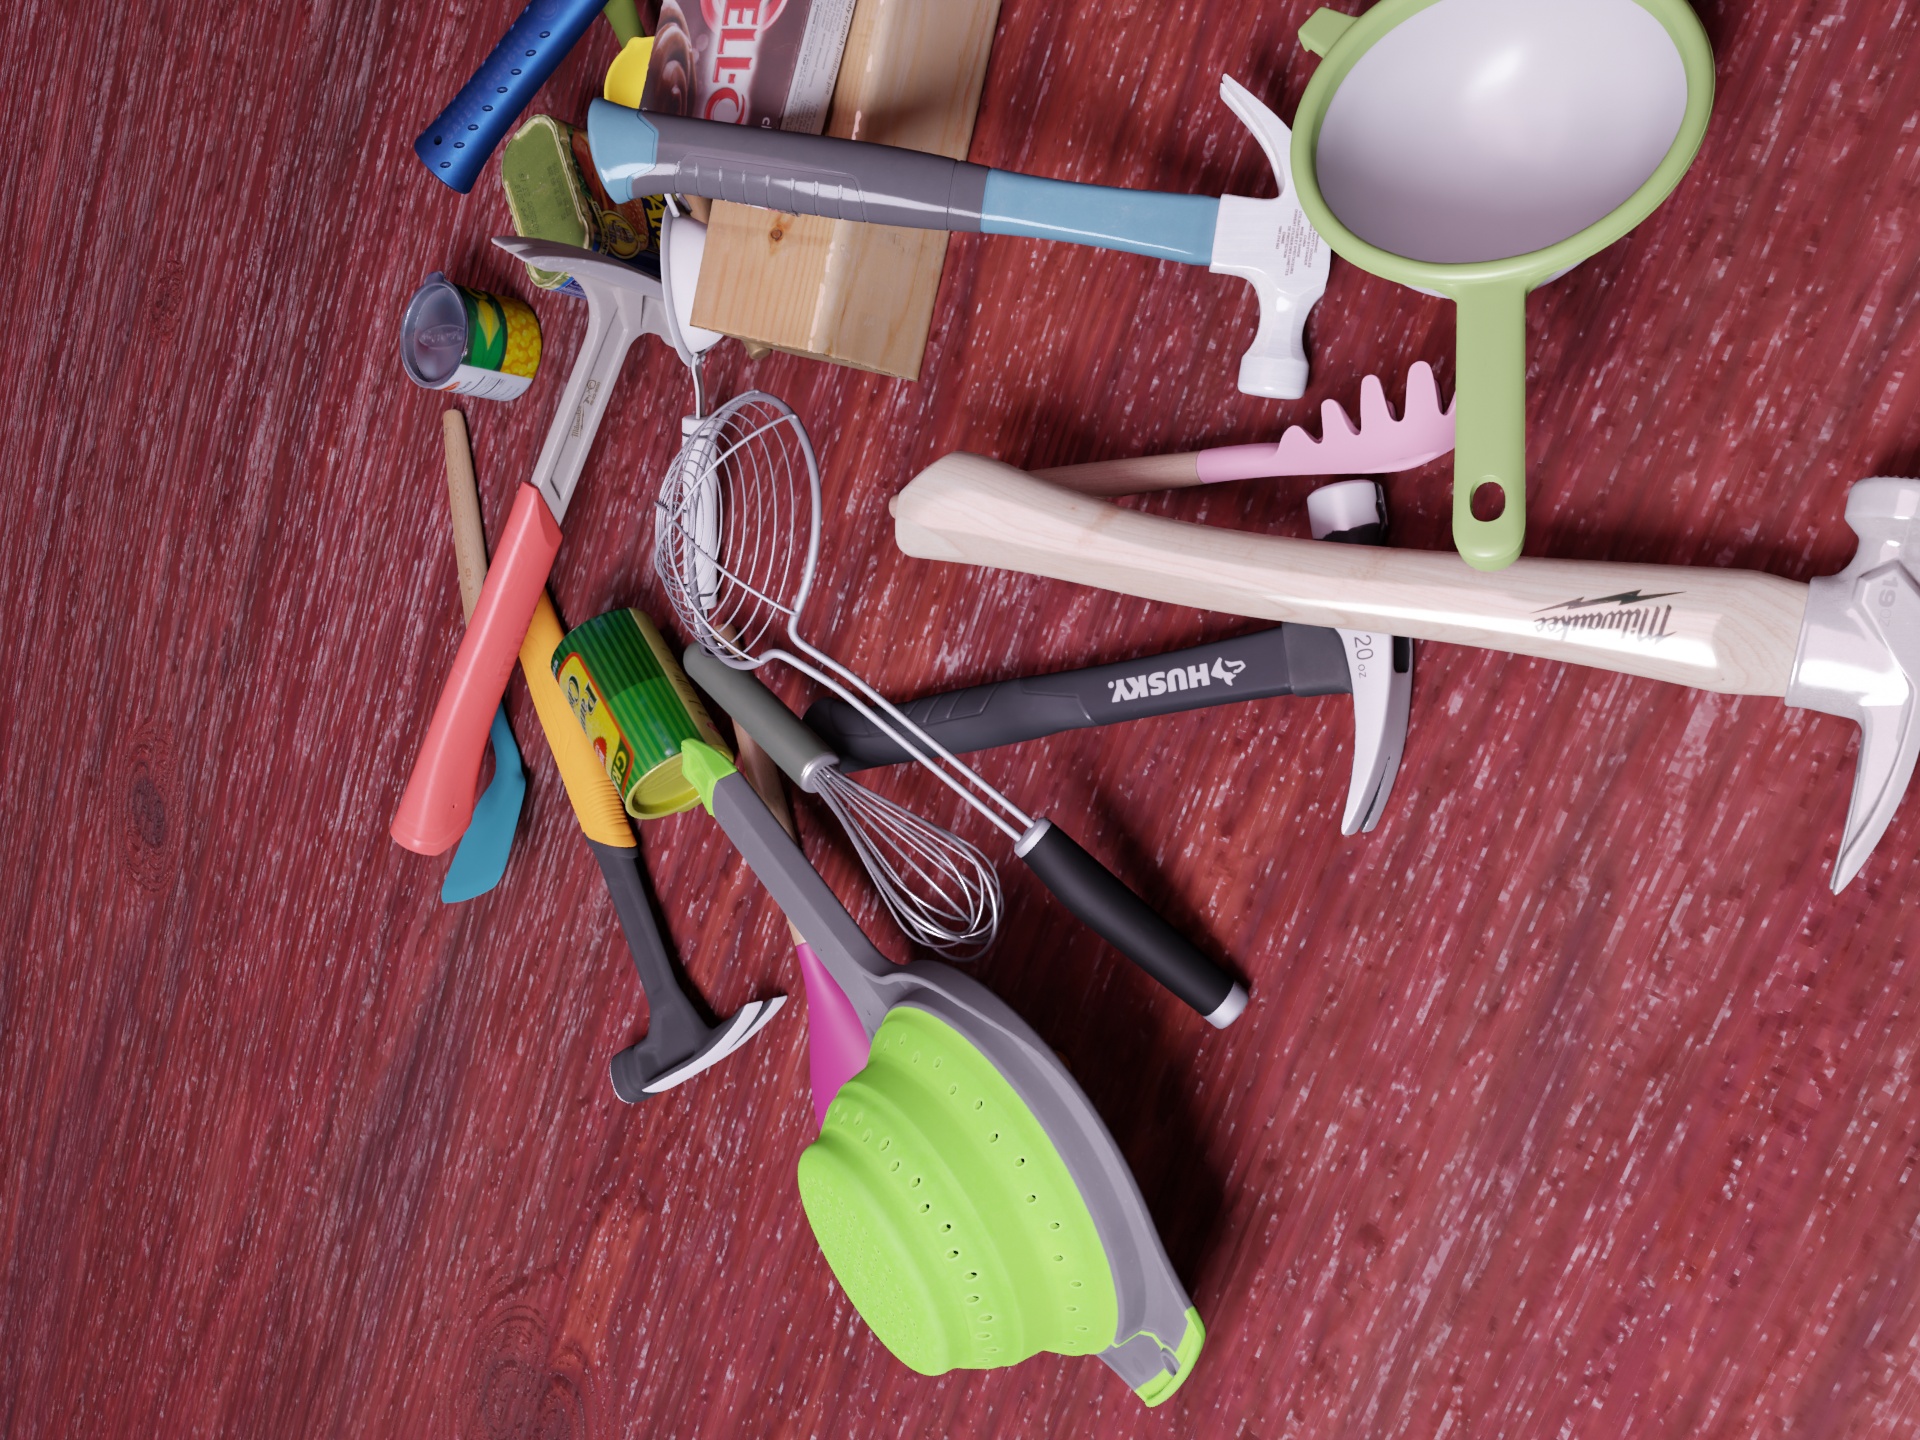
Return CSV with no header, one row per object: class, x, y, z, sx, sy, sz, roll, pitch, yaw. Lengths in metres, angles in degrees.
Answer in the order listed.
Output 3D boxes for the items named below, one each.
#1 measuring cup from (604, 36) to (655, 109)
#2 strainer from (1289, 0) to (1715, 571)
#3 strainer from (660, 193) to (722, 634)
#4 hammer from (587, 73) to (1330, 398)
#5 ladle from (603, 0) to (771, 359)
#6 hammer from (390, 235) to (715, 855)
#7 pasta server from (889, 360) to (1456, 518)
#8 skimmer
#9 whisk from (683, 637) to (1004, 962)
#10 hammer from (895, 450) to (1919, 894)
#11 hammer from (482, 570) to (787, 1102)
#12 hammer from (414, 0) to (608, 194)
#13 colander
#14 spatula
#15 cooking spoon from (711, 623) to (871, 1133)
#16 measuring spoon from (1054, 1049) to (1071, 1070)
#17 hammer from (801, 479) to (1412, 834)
measuring cup,-0.118,-0.360,0.863,0.156,0.029,0.062,-24,86,7
strainer,0.204,-0.167,0.601,0.151,0.069,0.256,-2,71,24
strainer,-0.140,-0.169,0.867,0.050,0.087,0.258,5,111,5
hammer,-0.003,-0.229,0.698,0.331,0.033,0.128,10,100,4
ladle,-0.168,-0.350,0.912,0.078,0.062,0.320,-24,84,13
hammer,-0.254,-0.086,0.891,0.037,0.149,0.359,33,106,29
pasta server,0.087,-0.121,0.728,0.316,0.060,0.040,-1,97,40
skimmer,-0.001,-0.002,0.737,0.363,0.090,0.127,40,132,0
whisk,-0.065,0.032,0.794,0.247,0.057,0.059,42,126,31
hammer,0.156,-0.045,0.641,0.411,0.038,0.146,12,93,26
hammer,-0.211,0.048,0.943,0.127,0.034,0.337,-34,71,31
hammer,-0.161,-0.452,0.853,0.405,0.035,0.144,-42,80,19
colander,-0.055,0.163,0.743,0.397,0.094,0.204,48,150,27
spatula,-0.312,-0.046,1.008,0.082,0.044,0.317,-18,79,47
cooking spoon,-0.090,0.096,0.867,0.069,0.017,0.319,-26,75,38
measuring spoon,0.005,0.170,0.805,0.117,0.011,0.021,3,92,36
hammer,0.052,-0.004,0.757,0.335,0.035,0.146,-11,83,35
